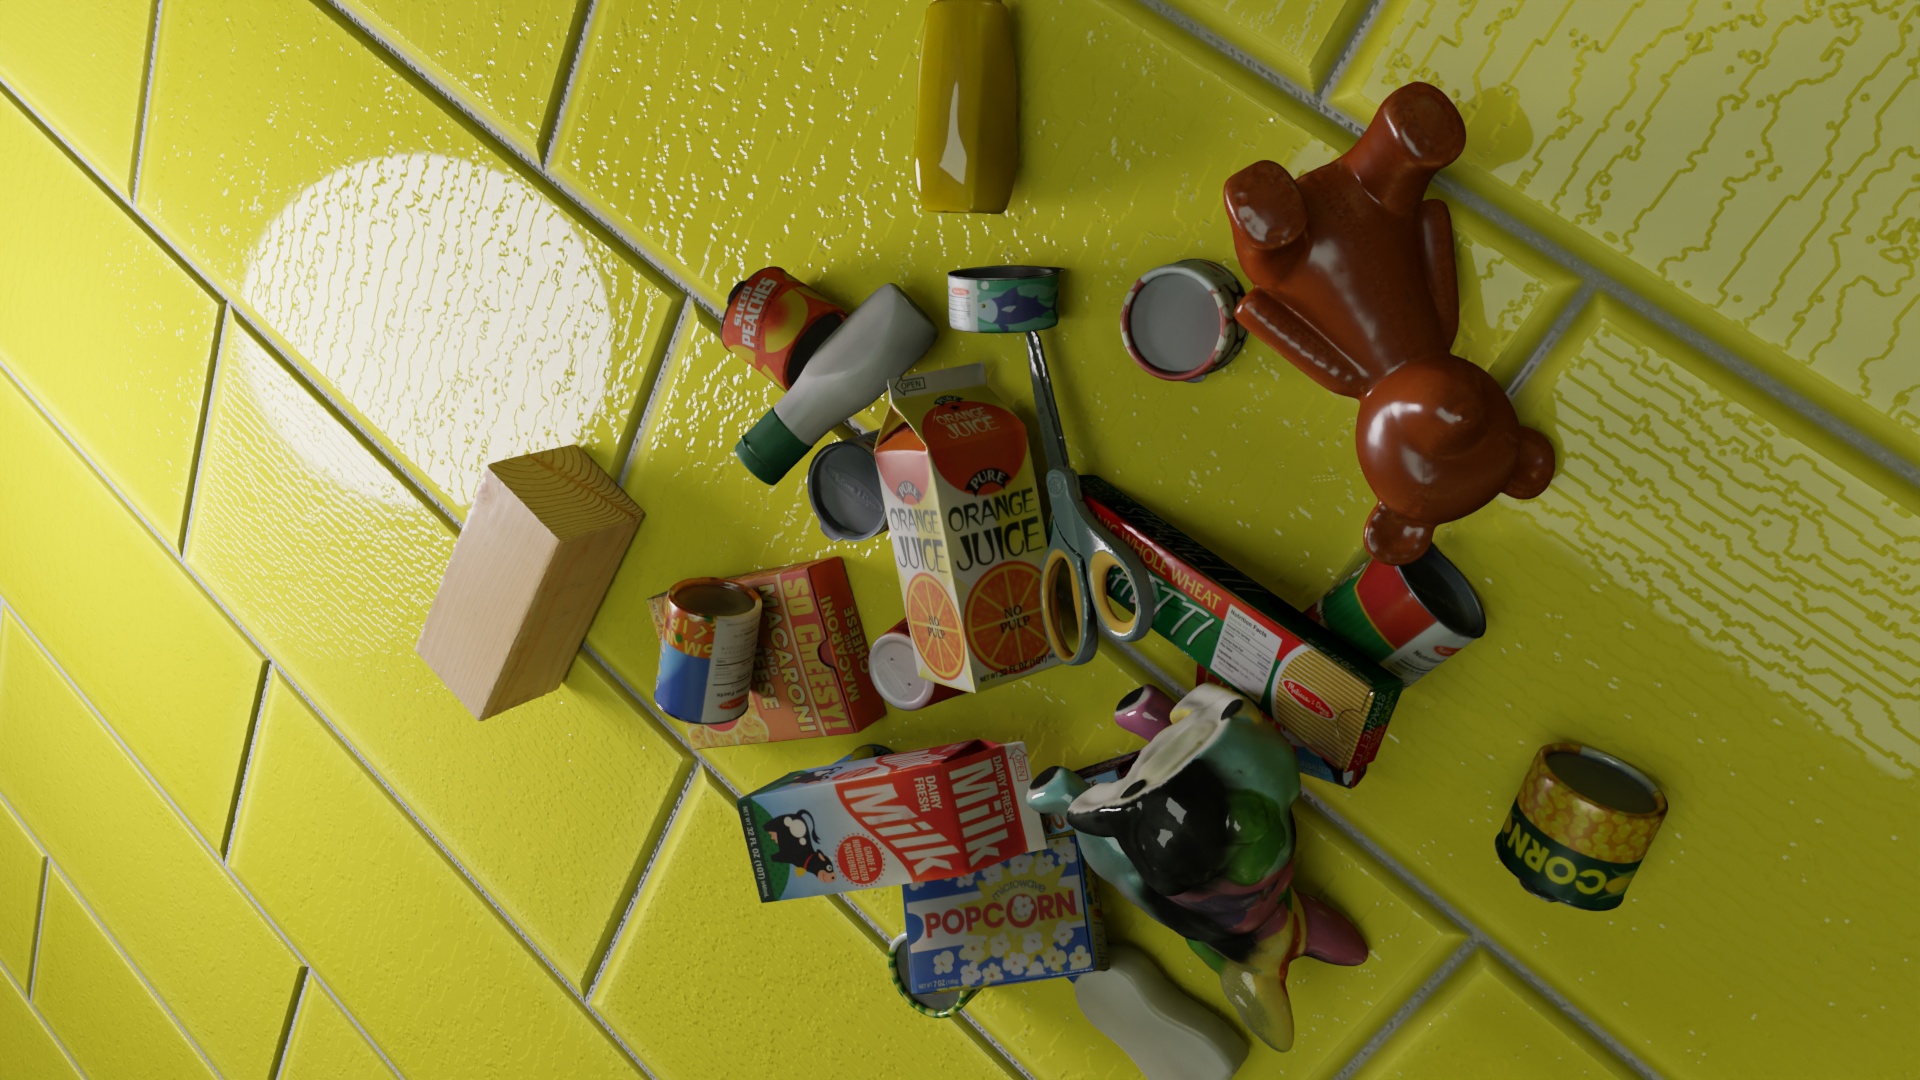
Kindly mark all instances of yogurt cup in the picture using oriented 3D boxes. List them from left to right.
[{"bbox_3d":[-0.025,0.080,0.928,0.072,0.054,0.072,11,110,32],"label":"yogurt cup"}]

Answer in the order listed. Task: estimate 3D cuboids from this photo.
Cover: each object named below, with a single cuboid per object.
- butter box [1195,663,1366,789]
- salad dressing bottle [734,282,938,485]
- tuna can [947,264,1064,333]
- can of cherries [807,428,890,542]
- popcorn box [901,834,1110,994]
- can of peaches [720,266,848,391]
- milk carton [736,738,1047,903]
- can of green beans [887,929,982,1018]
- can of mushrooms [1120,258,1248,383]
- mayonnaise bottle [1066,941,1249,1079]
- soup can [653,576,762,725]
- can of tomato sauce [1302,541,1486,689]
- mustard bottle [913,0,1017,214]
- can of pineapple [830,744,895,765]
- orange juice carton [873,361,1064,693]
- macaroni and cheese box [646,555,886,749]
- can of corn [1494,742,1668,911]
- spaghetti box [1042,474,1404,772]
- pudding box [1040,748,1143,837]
[{"bbox_3d":[0.186,0.103,0.811,0.103,0.024,0.053,15,112,30],"label":"butter box"},{"bbox_3d":[-0.081,-0.097,0.883,0.147,0.044,0.064,-43,37,9],"label":"salad dressing bottle"},{"bbox_3d":[0.028,-0.143,0.822,0.071,0.071,0.032,9,110,32],"label":"tuna can"},{"bbox_3d":[-0.058,-0.037,0.914,0.071,0.058,0.071,11,110,30],"label":"can of cherries"},{"bbox_3d":[0.029,0.246,0.908,0.126,0.038,0.085,-14,68,17],"label":"popcorn box"},{"bbox_3d":[-0.115,-0.139,0.914,0.058,0.071,0.071,35,121,19],"label":"can of peaches"},{"bbox_3d":[-0.039,0.178,0.895,0.190,0.073,0.072,-13,91,22],"label":"milk carton"},{"bbox_3d":[-0.009,0.292,0.977,0.071,0.058,0.071,11,110,31],"label":"can of green beans"},{"bbox_3d":[0.126,-0.121,0.780,0.071,0.033,0.070,10,109,31],"label":"can of mushrooms"},{"bbox_3d":[0.114,0.303,0.909,0.148,0.041,0.064,41,121,19],"label":"mayonnaise bottle"},{"bbox_3d":[-0.178,0.075,0.970,0.071,0.071,0.083,23,114,27],"label":"soup can"},{"bbox_3d":[0.225,0.045,0.743,0.071,0.071,0.082,51,125,11],"label":"can of tomato sauce"},{"bbox_3d":[0.004,-0.270,0.803,0.049,0.065,0.160,6,101,27],"label":"mustard bottle"},{"bbox_3d":[-0.072,0.186,0.988,0.071,0.058,0.070,10,109,31],"label":"can of pineapple"},{"bbox_3d":[0.003,-0.011,0.856,0.073,0.072,0.192,4,107,60],"label":"orange juice carton"},{"bbox_3d":[-0.145,0.086,1.018,0.166,0.040,0.123,-11,98,36],"label":"macaroni and cheese box"},{"bbox_3d":[0.315,0.145,0.708,0.071,0.071,0.058,26,116,25],"label":"can of corn"},{"bbox_3d":[0.135,0.036,0.771,0.251,0.029,0.050,39,124,44],"label":"spaghetti box"},{"bbox_3d":[0.085,0.160,0.880,0.083,0.050,0.030,-26,84,37],"label":"pudding box"}]
